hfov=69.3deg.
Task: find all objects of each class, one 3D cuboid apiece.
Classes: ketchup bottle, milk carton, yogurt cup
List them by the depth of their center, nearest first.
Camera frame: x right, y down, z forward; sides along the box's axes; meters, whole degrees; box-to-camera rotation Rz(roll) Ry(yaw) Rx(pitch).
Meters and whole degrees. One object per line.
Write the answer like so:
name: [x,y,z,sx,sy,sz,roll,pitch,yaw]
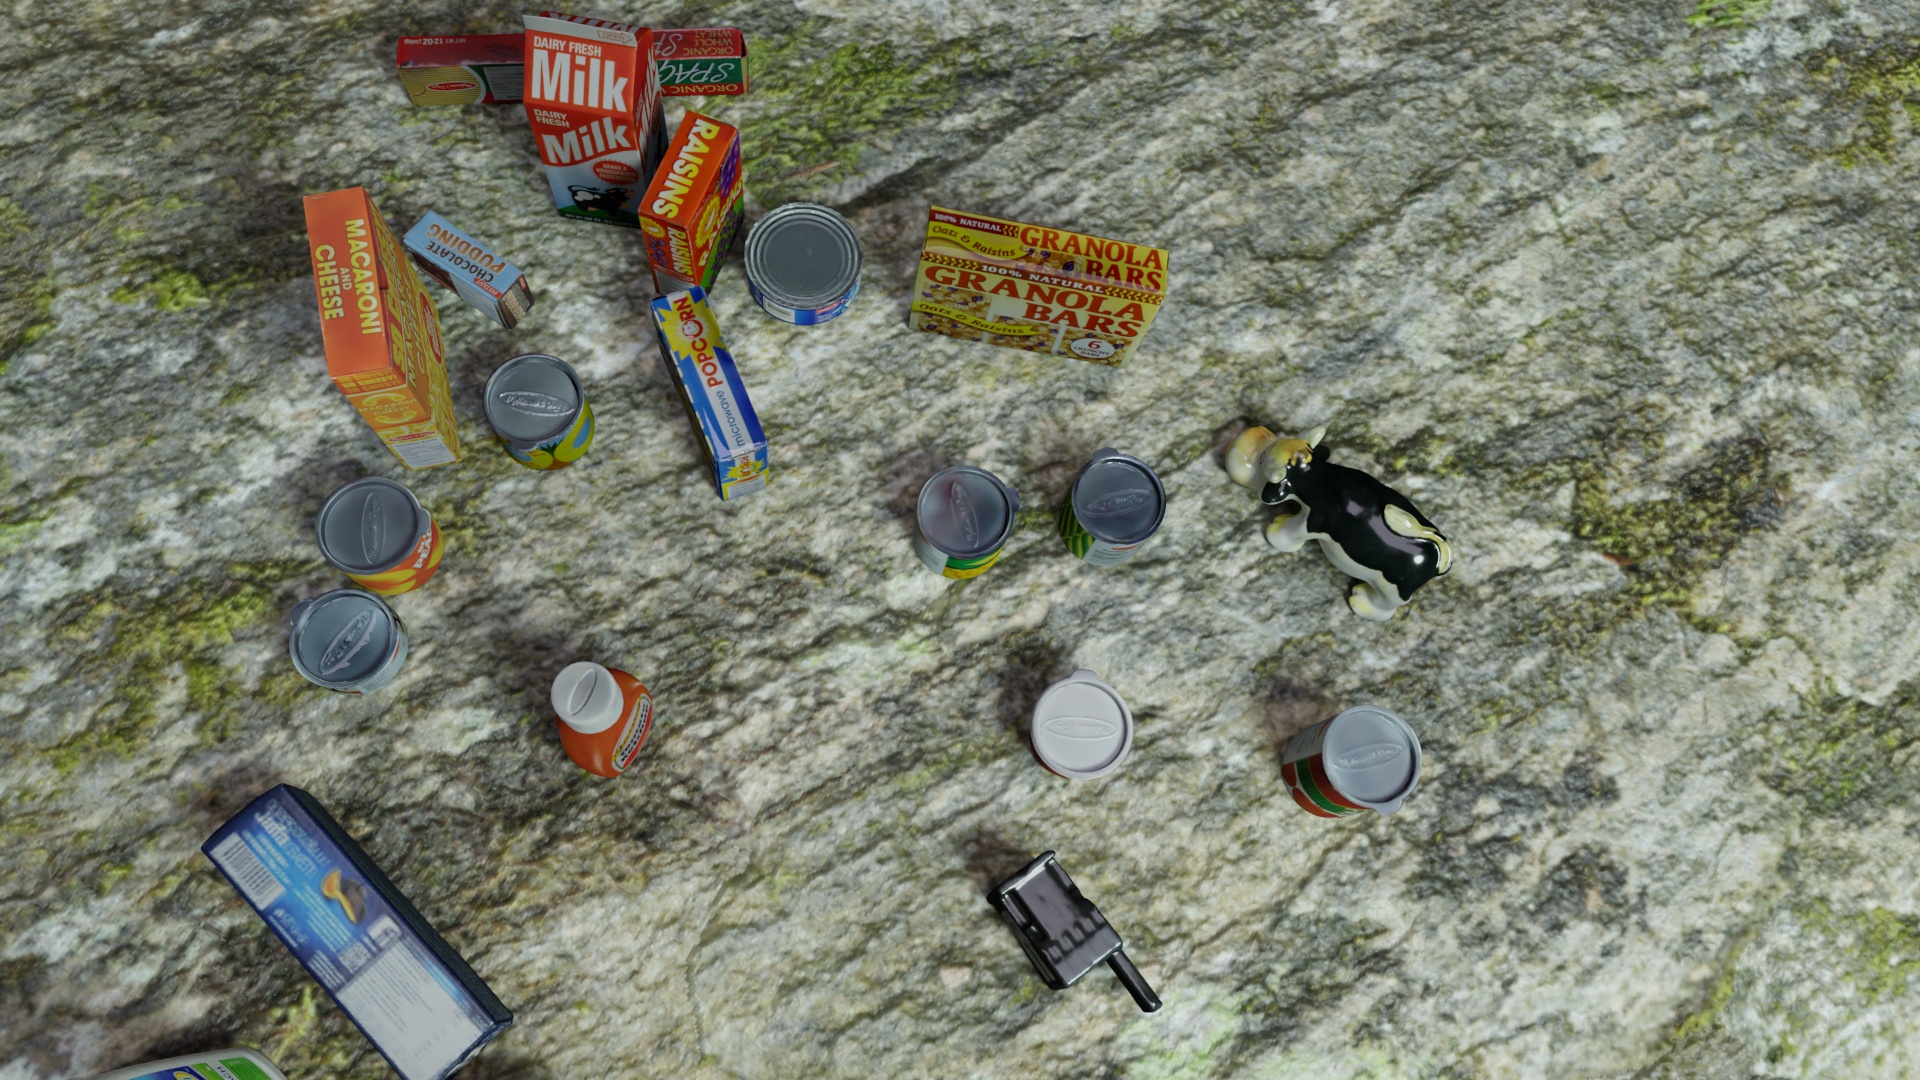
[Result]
ketchup bottle: [-0.221,0.106,0.851,0.043,0.148,0.065,21,73,0]
yogurt cup: [0.077,0.128,0.927,0.072,0.053,0.072,2,73,-6]
milk carton: [-0.247,-0.293,0.947,0.072,0.190,0.073,7,73,-4]

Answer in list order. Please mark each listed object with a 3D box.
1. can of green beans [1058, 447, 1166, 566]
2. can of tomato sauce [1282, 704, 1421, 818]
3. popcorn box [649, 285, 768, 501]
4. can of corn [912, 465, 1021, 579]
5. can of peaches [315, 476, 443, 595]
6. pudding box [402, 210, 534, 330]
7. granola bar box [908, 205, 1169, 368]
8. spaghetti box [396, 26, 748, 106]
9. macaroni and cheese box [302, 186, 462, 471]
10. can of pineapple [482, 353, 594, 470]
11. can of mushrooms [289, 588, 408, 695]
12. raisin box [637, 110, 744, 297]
can of green beans: [0.105,-0.021,0.974,0.071,0.057,0.071,2,73,-6]
can of tomato sauce: [0.260,0.151,0.926,0.071,0.083,0.071,2,73,-6]
popcorn box: [-0.171,-0.099,0.952,0.038,0.085,0.127,-21,77,-12]
can of corn: [0.003,-0.012,0.959,0.071,0.058,0.071,2,73,-6]
can of peaches: [-0.378,-0.002,0.914,0.071,0.058,0.071,2,73,-6]
pudding box: [-0.346,-0.190,0.979,0.084,0.049,0.030,34,73,4]
granola bar box: [0.052,-0.176,0.980,0.166,0.124,0.039,10,73,-3]
spaghetti box: [-0.284,-0.353,1.035,0.250,0.050,0.029,-5,74,-8]
macaroni and cheese box: [-0.369,-0.131,0.897,0.040,0.166,0.124,-12,75,-10]
can of pineapple: [-0.288,-0.085,0.949,0.071,0.057,0.071,2,73,-6]
can of mushrooms: [-0.399,0.065,0.904,0.071,0.033,0.071,2,73,-6]
raisin box: [-0.185,-0.227,0.969,0.040,0.123,0.086,22,72,0]
